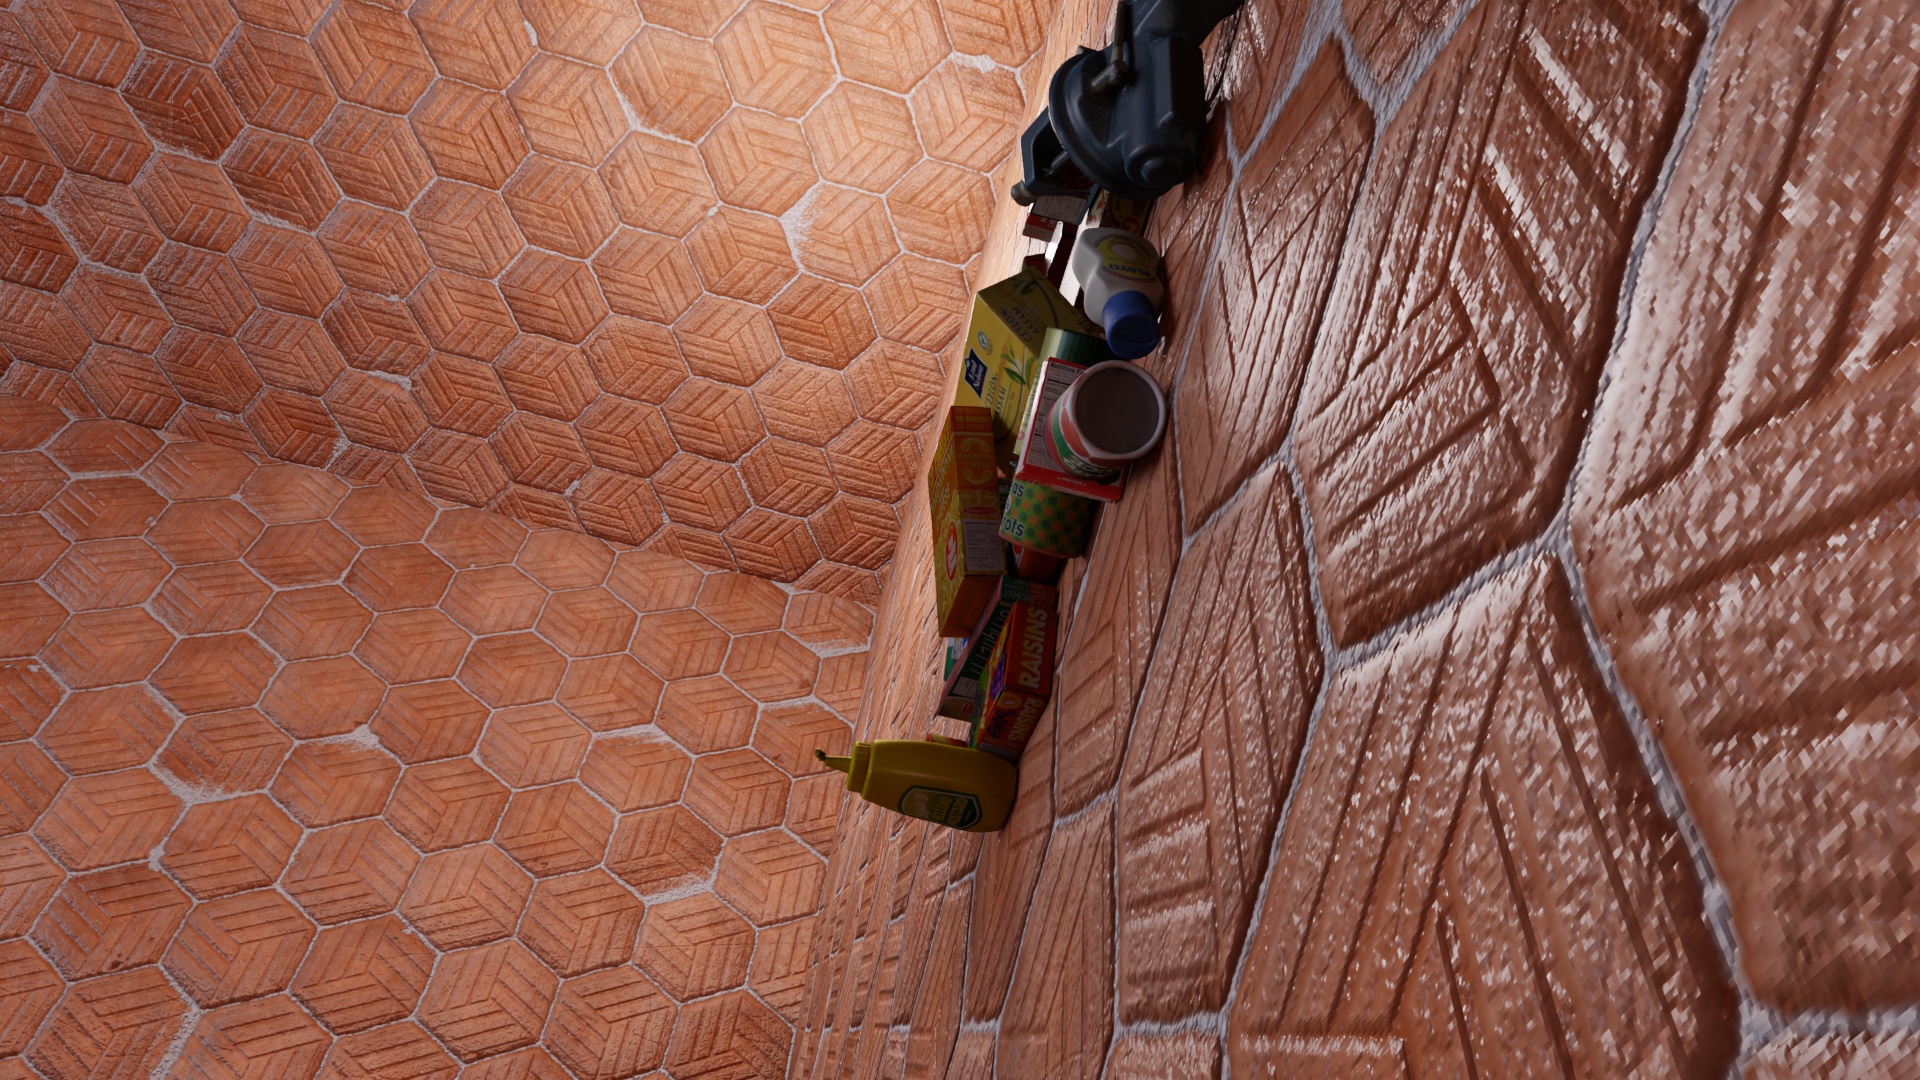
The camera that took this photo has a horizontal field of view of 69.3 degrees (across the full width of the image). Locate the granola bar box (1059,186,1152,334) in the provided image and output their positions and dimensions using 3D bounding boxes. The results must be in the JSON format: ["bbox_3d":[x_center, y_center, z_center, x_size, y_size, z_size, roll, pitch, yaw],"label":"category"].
[{"bbox_3d":[0.131,-0.275,1.202,0.125,0.039,0.164,-89,14,-66],"label":"granola bar box"}]

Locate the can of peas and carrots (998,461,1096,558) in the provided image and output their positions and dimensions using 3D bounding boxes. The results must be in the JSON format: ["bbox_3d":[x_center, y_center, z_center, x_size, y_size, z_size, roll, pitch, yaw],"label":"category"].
[{"bbox_3d":[0.065,-0.024,1.056,0.071,0.071,0.058,-105,29,-79],"label":"can of peas and carrots"}]

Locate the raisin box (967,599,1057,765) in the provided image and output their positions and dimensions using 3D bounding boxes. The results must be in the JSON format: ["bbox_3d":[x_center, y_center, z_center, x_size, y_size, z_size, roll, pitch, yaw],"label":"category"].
[{"bbox_3d":[0.040,0.119,1.111,0.122,0.040,0.086,111,172,-48],"label":"raisin box"}]

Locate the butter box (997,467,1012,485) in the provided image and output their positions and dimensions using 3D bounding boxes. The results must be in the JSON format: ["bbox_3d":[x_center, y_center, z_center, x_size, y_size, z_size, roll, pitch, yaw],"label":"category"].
[{"bbox_3d":[0.051,-0.080,1.326,0.103,0.024,0.053,1,73,49],"label":"butter box"}]

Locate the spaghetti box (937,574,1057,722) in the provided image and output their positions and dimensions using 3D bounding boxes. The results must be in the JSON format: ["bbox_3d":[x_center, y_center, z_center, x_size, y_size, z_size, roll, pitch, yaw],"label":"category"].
[{"bbox_3d":[0.029,0.101,1.213,0.248,0.050,0.029,113,168,-59],"label":"spaghetti box"}]

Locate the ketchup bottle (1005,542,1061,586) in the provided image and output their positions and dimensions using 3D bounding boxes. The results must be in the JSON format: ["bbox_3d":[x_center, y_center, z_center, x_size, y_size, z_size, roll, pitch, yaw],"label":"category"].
[{"bbox_3d":[0.053,0.031,1.182,0.148,0.043,0.065,109,166,-49],"label":"ketchup bottle"}]

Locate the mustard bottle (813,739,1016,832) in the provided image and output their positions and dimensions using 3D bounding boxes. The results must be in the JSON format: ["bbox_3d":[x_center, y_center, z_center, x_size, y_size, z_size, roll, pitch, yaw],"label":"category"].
[{"bbox_3d":[-0.039,0.188,1.095,0.049,0.160,0.065,-84,8,-48],"label":"mustard bottle"}]

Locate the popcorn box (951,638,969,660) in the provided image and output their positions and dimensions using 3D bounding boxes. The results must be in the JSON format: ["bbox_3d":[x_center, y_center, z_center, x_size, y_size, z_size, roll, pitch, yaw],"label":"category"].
[{"bbox_3d":[0.024,0.082,1.382,0.126,0.038,0.085,144,141,-82],"label":"popcorn box"}]

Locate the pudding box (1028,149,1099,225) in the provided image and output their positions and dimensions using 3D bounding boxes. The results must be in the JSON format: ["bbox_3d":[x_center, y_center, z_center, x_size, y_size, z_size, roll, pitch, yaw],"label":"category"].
[{"bbox_3d":[0.093,-0.308,1.193,0.083,0.050,0.030,119,163,-69],"label":"pudding box"}]

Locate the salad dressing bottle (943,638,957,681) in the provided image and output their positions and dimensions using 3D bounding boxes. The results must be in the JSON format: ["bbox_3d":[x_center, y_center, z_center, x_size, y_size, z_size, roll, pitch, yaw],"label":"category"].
[{"bbox_3d":[0.007,0.077,1.468,0.044,0.064,0.147,170,107,-70],"label":"salad dressing bottle"}]

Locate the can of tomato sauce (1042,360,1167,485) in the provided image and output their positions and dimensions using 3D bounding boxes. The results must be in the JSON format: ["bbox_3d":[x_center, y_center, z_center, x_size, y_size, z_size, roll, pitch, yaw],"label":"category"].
[{"bbox_3d":[0.095,-0.076,0.918,0.083,0.071,0.071,140,144,-80],"label":"can of tomato sauce"}]

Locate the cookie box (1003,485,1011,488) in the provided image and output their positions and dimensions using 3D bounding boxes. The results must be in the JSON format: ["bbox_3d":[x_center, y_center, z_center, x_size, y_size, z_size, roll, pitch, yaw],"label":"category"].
[{"bbox_3d":[0.058,-0.080,1.441,0.123,0.040,0.166,-85,9,-58],"label":"cookie box"}]

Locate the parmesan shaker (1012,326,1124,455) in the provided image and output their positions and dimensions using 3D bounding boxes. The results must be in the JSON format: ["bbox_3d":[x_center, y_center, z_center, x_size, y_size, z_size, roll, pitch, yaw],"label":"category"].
[{"bbox_3d":[0.087,-0.109,1.085,0.071,0.071,0.103,-119,44,-82],"label":"parmesan shaker"}]

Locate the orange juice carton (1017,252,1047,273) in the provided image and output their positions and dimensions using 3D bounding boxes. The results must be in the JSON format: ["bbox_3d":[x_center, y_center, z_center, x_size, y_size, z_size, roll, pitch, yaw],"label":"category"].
[{"bbox_3d":[0.081,-0.213,1.371,0.071,0.073,0.194,110,173,-47],"label":"orange juice carton"}]

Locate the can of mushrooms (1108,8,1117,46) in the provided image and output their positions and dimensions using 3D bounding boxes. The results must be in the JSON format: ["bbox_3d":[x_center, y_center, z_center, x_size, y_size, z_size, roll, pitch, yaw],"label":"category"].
[{"bbox_3d":[0.158,-0.417,1.154,0.071,0.071,0.033,-166,89,-85],"label":"can of mushrooms"}]

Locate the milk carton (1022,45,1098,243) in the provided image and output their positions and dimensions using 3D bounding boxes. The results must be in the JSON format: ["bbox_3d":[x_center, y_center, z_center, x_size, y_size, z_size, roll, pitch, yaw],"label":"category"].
[{"bbox_3d":[0.122,-0.386,1.385,0.074,0.072,0.189,-88,15,-67],"label":"milk carton"}]

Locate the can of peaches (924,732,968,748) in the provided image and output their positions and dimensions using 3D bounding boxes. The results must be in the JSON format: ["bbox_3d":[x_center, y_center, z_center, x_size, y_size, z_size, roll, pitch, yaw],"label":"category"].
[{"bbox_3d":[-0.008,0.210,1.262,0.071,0.058,0.071,-162,86,-85],"label":"can of peaches"}]

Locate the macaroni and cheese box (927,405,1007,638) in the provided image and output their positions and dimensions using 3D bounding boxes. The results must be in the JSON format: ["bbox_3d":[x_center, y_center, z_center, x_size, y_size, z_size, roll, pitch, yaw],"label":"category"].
[{"bbox_3d":[0.004,-0.015,1.213,0.123,0.040,0.167,111,158,-59],"label":"macaroni and cheese box"}]

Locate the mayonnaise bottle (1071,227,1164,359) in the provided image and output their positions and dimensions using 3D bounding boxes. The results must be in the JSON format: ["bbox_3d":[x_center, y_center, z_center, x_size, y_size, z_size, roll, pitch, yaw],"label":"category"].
[{"bbox_3d":[0.116,-0.178,0.994,0.149,0.065,0.041,-91,13,-56],"label":"mayonnaise bottle"}]

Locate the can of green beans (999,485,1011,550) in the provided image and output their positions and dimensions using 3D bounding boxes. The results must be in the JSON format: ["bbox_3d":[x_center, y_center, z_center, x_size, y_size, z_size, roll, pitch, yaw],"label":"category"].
[{"bbox_3d":[0.043,-0.017,1.331,0.071,0.058,0.071,-162,86,-85],"label":"can of green beans"}]
